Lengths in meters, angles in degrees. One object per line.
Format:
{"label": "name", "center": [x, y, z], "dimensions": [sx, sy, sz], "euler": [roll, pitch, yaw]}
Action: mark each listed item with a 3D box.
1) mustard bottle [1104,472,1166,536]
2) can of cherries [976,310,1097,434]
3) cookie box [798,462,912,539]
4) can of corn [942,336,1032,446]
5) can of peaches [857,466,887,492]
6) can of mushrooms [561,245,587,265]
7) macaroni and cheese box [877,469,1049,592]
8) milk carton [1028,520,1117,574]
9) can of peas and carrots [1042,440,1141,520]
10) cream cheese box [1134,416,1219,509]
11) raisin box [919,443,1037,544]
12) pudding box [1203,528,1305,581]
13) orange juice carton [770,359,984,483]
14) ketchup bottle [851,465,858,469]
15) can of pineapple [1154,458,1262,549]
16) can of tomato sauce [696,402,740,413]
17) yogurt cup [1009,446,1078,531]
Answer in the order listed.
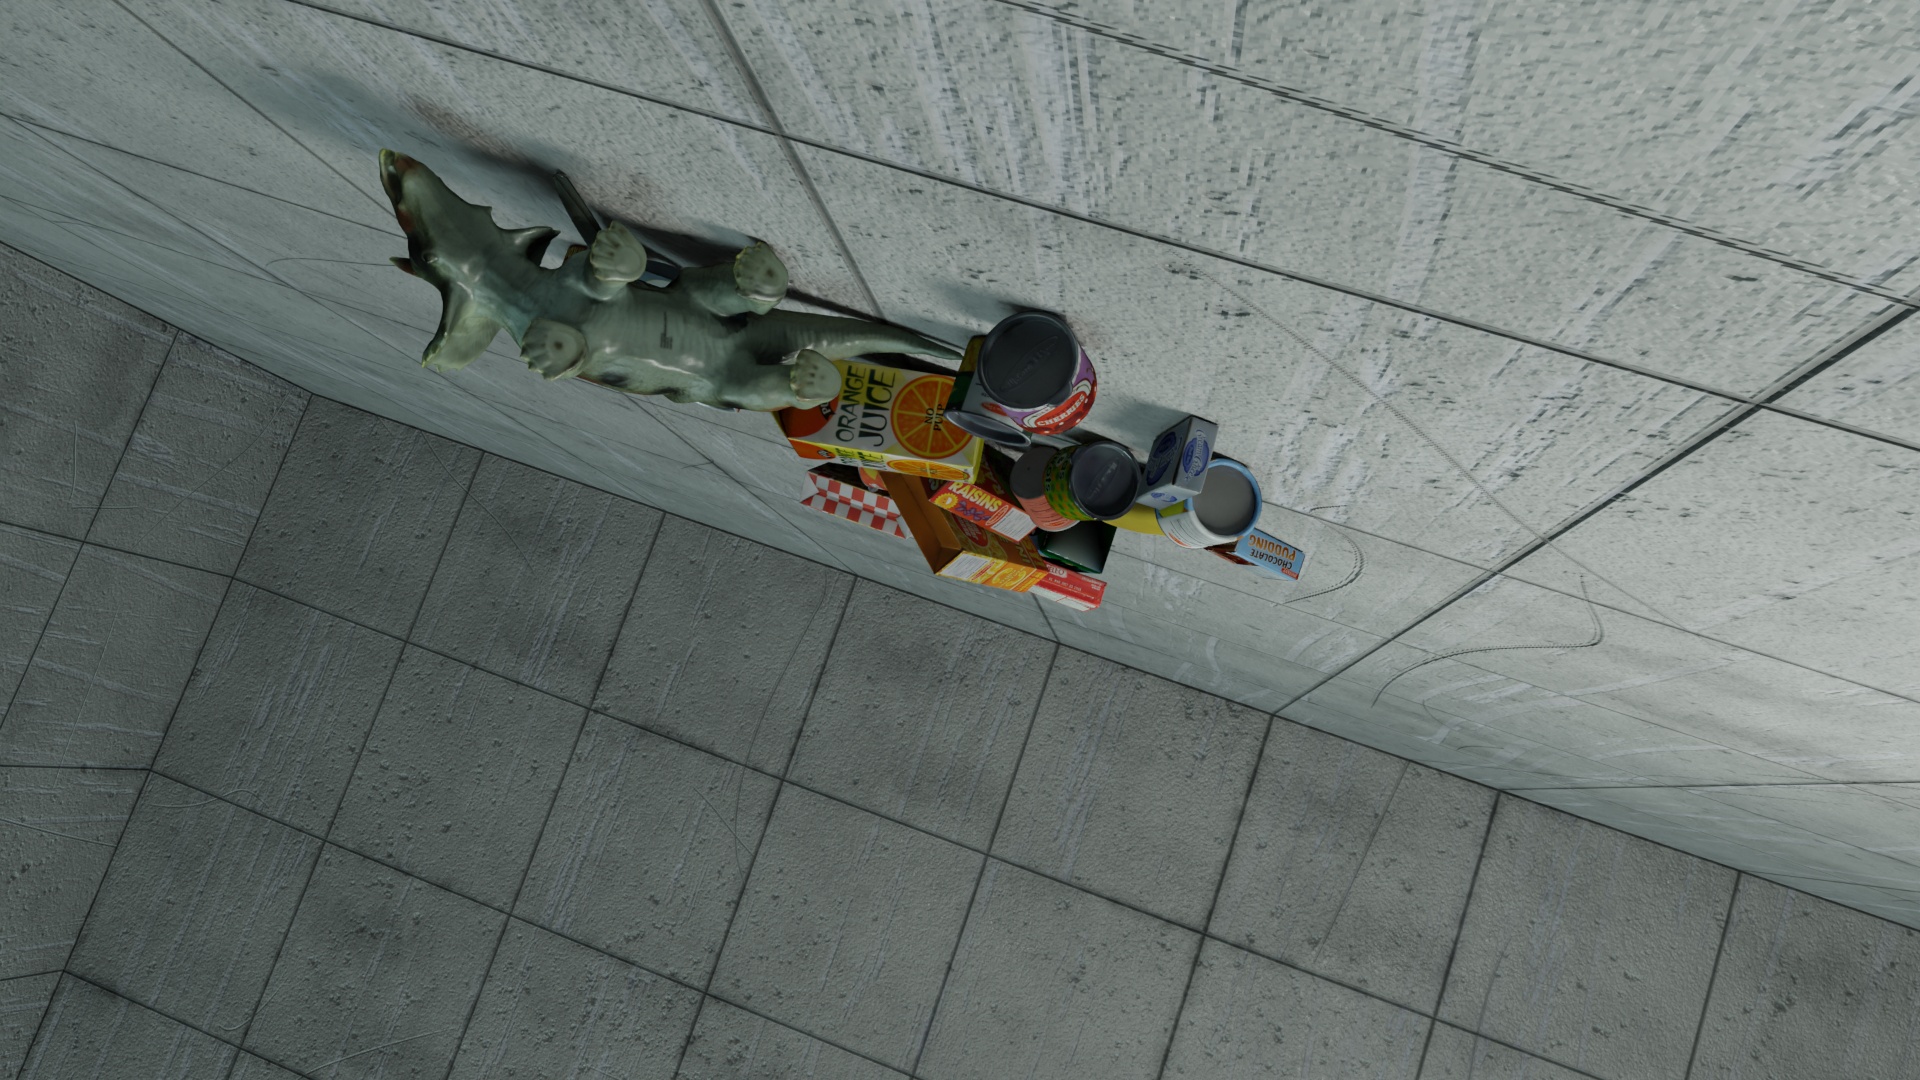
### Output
{"label": "mustard bottle", "center": [0.181, -0.030, 1.190], "dimensions": [0.065, 0.049, 0.160], "euler": [24, 171, -37]}
{"label": "can of cherries", "center": [0.052, -0.105, 0.895], "dimensions": [0.071, 0.071, 0.058], "euler": [16, 172, 21]}
{"label": "cookie box", "center": [-0.084, -0.054, 1.496], "dimensions": [0.123, 0.040, 0.168], "euler": [18, -164, 12]}
{"label": "can of corn", "center": [0.027, -0.106, 0.993], "dimensions": [0.071, 0.058, 0.071], "euler": [19, 172, 3]}
{"label": "can of peaches", "center": [-0.060, -0.077, 1.378], "dimensions": [0.058, 0.071, 0.071], "euler": [14, 171, 29]}
{"label": "can of mushrooms", "center": [-0.297, -0.213, 1.138], "dimensions": [0.071, 0.033, 0.071], "euler": [19, 173, 3]}
{"label": "macaroni and cheese box", "center": [0.005, -0.017, 1.334], "dimensions": [0.166, 0.040, 0.124], "euler": [15, -140, -57]}
{"label": "milk carton", "center": [0.084, -0.012, 1.477], "dimensions": [0.073, 0.072, 0.190], "euler": [22, 172, -24]}
{"label": "can of peas and carrots", "center": [0.108, -0.051, 1.165], "dimensions": [0.071, 0.071, 0.058], "euler": [22, 172, -19]}
{"label": "cream cheese box", "center": [0.160, -0.056, 1.035], "dimensions": [0.024, 0.053, 0.103], "euler": [18, 173, -6]}
{"label": "raisin box", "center": [0.013, -0.056, 1.297], "dimensions": [0.123, 0.040, 0.086], "euler": [25, -147, -40]}
{"label": "pudding box", "center": [0.277, 0.010, 1.311], "dimensions": [0.083, 0.030, 0.049], "euler": [23, 173, -27]}
{"label": "orange juice carton", "center": [-0.076, -0.100, 1.126], "dimensions": [0.193, 0.073, 0.071], "euler": [9, 172, 2]}
{"label": "ketchup bottle", "center": [-0.079, -0.087, 1.457], "dimensions": [0.149, 0.043, 0.065], "euler": [18, 180, 13]}
{"label": "can of pineapple", "center": [0.195, -0.030, 1.090], "dimensions": [0.071, 0.071, 0.057], "euler": [21, 168, -15]}
{"label": "can of tomato sauce", "center": [-0.195, -0.152, 1.125], "dimensions": [0.071, 0.083, 0.071], "euler": [19, 172, 3]}
{"label": "yogurt cup", "center": [0.080, -0.049, 1.257], "dimensions": [0.072, 0.072, 0.054], "euler": [13, 162, 38]}
